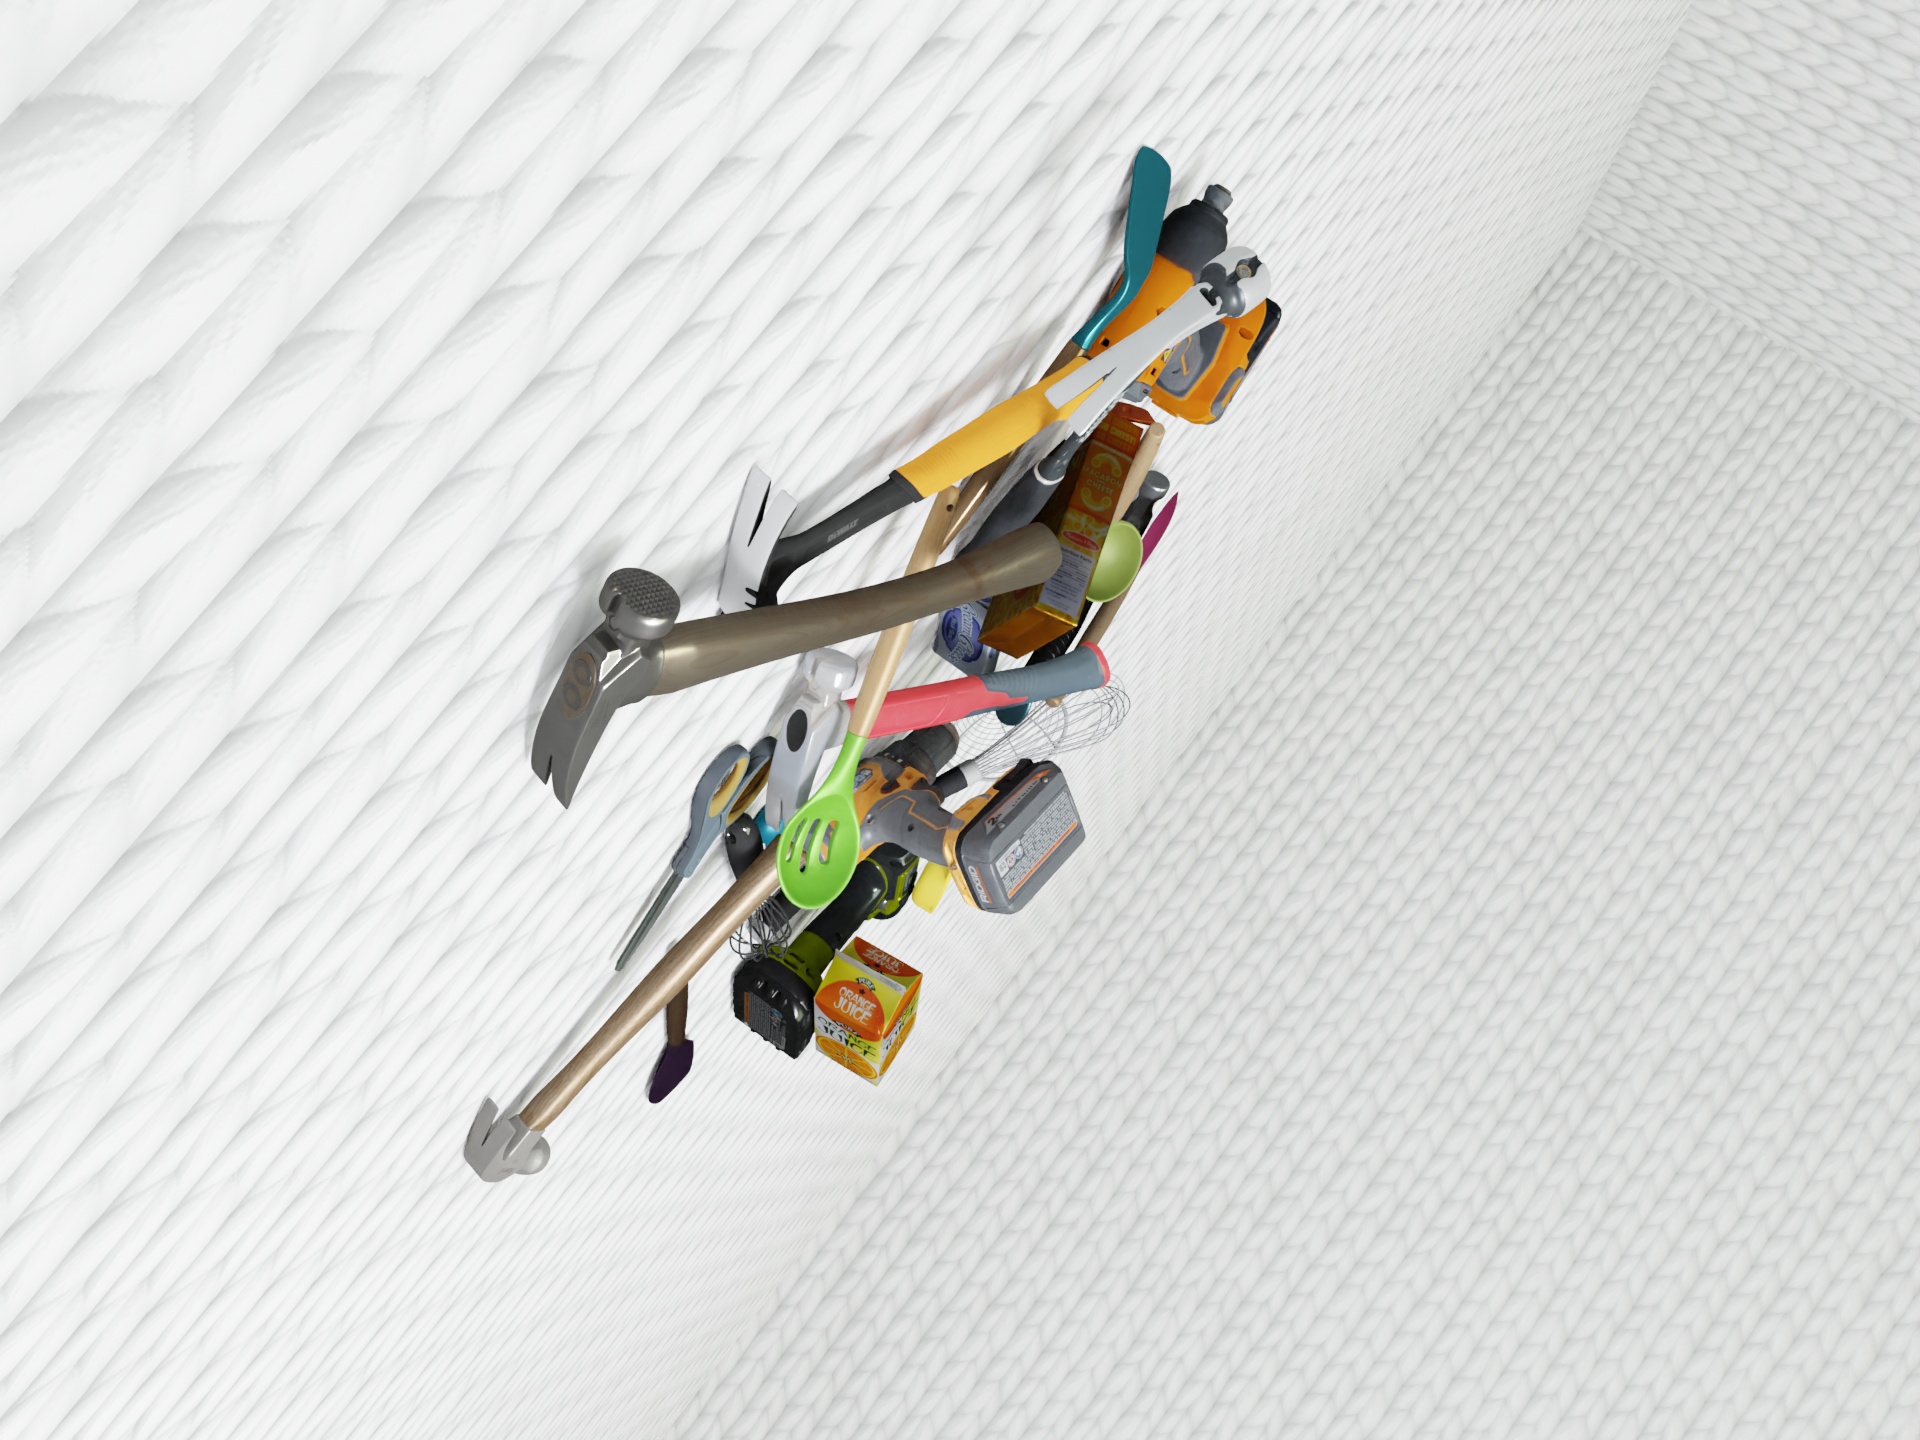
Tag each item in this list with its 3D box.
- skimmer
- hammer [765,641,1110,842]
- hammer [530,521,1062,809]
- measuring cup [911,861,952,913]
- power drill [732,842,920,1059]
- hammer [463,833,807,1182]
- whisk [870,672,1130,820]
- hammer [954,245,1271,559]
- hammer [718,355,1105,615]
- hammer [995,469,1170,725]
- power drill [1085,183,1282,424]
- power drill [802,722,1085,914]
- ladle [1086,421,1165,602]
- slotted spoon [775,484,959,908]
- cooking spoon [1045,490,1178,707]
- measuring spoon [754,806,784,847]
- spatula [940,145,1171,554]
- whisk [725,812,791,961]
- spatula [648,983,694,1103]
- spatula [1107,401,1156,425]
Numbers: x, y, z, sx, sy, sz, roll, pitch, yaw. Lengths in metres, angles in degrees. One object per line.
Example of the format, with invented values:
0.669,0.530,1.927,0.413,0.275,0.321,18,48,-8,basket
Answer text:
-0.043,0.088,1.458,0.363,0.090,0.127,-44,141,-30,skimmer
-0.002,-0.004,1.260,0.386,0.038,0.143,-12,126,-52,hammer
-0.072,-0.056,0.948,0.410,0.038,0.146,-21,152,-50,hammer
-0.017,0.128,1.530,0.062,0.029,0.156,-58,170,-42,measuring cup
-0.120,0.209,1.535,0.223,0.080,0.171,-50,165,-30,power drill
-0.237,0.211,1.172,0.331,0.031,0.130,-47,165,-4,hammer
0.034,0.032,1.444,0.284,0.070,0.070,-27,157,-19,whisk
0.063,-0.170,1.061,0.149,0.036,0.409,-39,179,-22,hammer
-0.016,-0.162,0.995,0.337,0.034,0.127,-37,160,-37,hammer
0.113,-0.109,1.517,0.331,0.033,0.128,-55,173,-43,hammer
0.179,-0.318,1.237,0.164,0.084,0.226,-59,162,14,power drill
-0.007,0.068,1.311,0.185,0.226,0.084,-44,125,-35,power drill
0.141,-0.173,1.326,0.078,0.062,0.320,-42,174,-11,ladle
-0.061,-0.015,1.096,0.070,0.031,0.313,10,108,-40,slotted spoon
0.150,-0.119,1.522,0.319,0.017,0.068,-56,174,-39,cooking spoon
-0.144,0.098,1.285,0.042,0.021,0.128,-50,165,-17,measuring spoon
0.061,-0.251,1.126,0.317,0.044,0.082,-53,167,19,spatula
-0.166,0.133,1.266,0.055,0.055,0.238,-47,160,-26,whisk
-0.246,0.266,1.368,0.060,0.018,0.315,-44,165,-31,spatula
0.125,-0.226,1.345,0.322,0.081,0.041,57,48,-81,spatula
